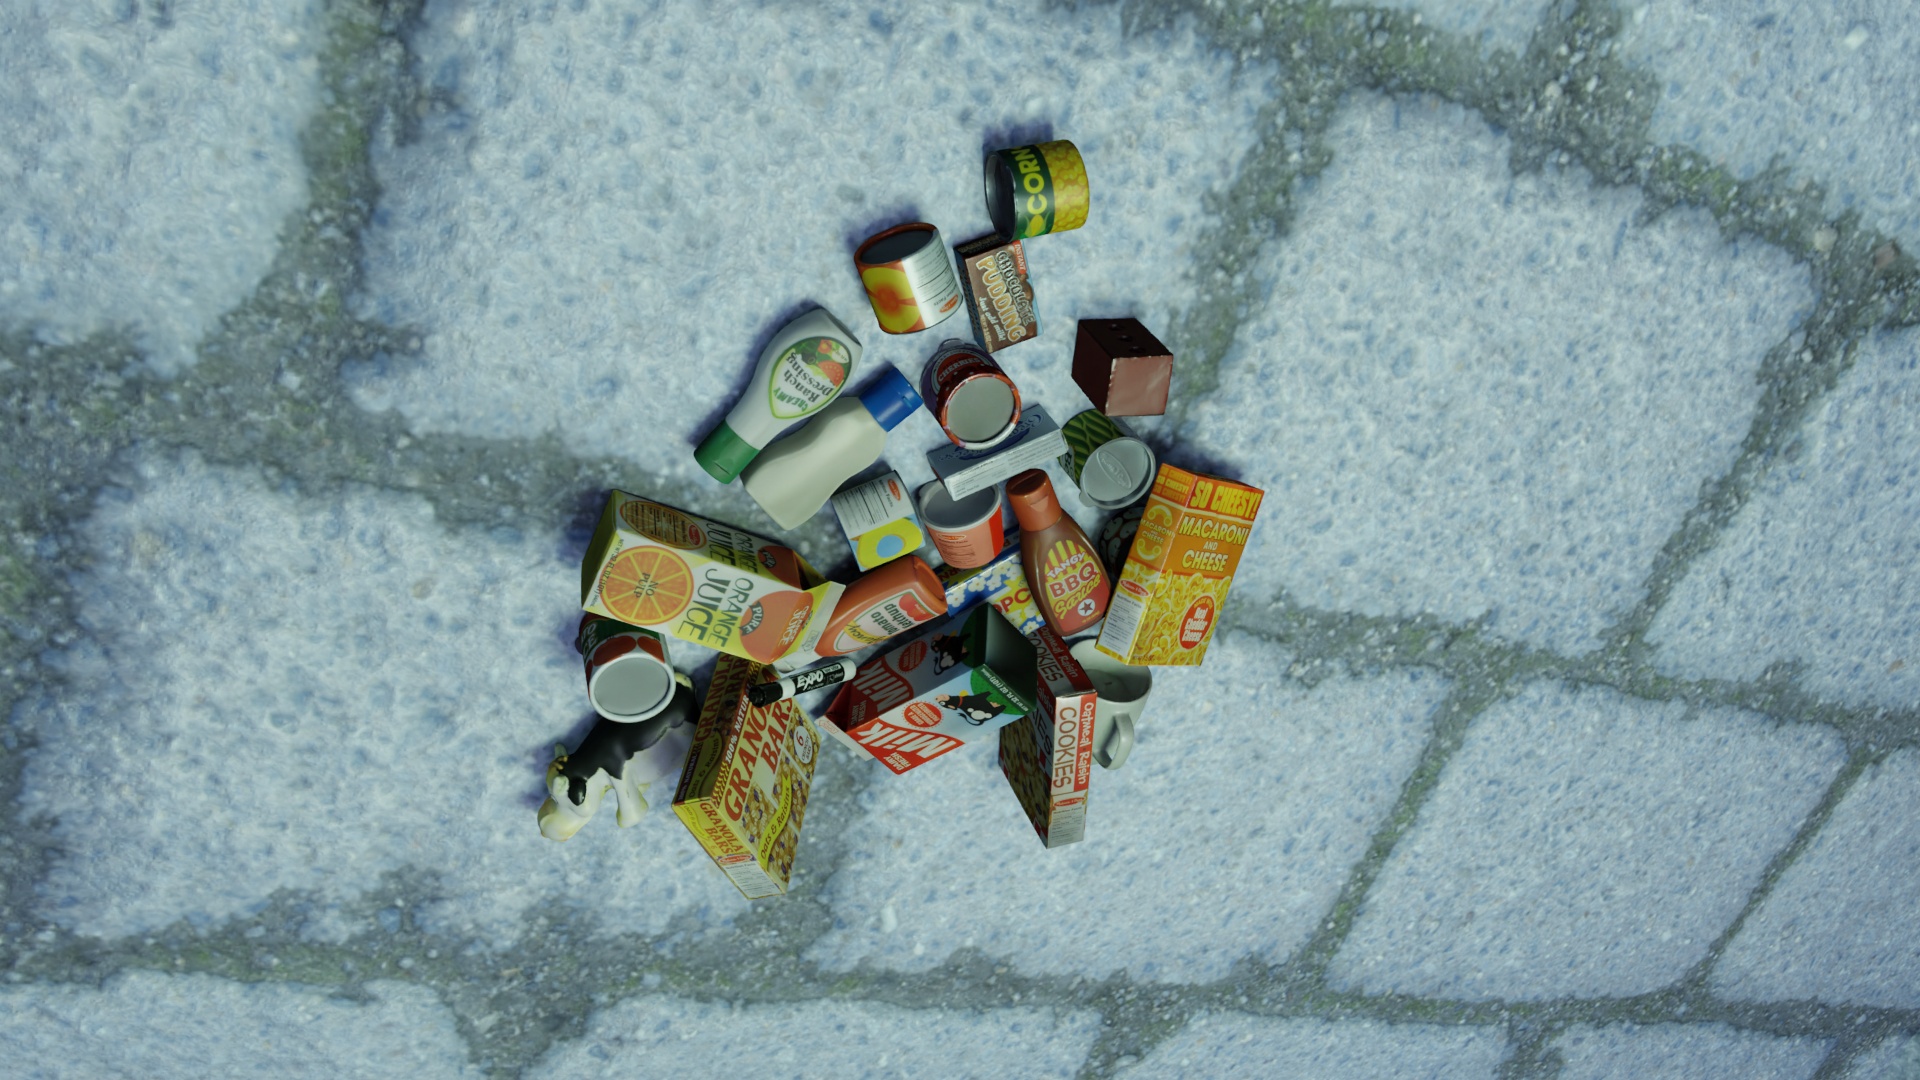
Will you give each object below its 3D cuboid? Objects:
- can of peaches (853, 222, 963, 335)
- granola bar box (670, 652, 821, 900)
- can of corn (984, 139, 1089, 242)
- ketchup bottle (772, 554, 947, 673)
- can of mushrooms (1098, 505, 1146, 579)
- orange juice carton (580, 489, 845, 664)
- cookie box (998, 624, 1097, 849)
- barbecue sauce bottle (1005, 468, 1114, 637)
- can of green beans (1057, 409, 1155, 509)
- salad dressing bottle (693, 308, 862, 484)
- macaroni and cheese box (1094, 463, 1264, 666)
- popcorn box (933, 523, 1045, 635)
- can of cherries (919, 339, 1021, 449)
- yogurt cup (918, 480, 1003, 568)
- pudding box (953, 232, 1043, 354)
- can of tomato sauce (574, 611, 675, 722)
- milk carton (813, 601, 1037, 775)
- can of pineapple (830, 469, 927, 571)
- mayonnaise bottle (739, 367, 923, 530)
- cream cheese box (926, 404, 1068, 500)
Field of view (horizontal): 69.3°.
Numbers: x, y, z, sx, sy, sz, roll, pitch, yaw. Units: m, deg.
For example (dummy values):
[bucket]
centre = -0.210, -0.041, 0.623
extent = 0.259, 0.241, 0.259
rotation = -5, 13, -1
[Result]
[can of peaches]
centre = -0.040, -0.191, 1.013
extent = 0.071, 0.071, 0.057
rotation = -25, 125, -5
[granola bar box]
centre = -0.170, 0.186, 1.126
extent = 0.039, 0.166, 0.123
rotation = -15, 126, 19
[can of corn]
centre = 0.056, -0.255, 1.007
extent = 0.058, 0.071, 0.070
rotation = -14, 123, -13
[ketchup bottle]
centre = -0.088, 0.064, 1.140
extent = 0.148, 0.044, 0.064
rotation = -25, 142, 14
[can of mushrooms]
centre = 0.156, 0.008, 1.221
extent = 0.071, 0.033, 0.070
rotation = -10, 122, -16
[orange juice carton]
centre = -0.189, 0.035, 1.074
extent = 0.193, 0.073, 0.071
rotation = 20, 111, -23
[cookie box]
centre = 0.076, 0.167, 1.229
extent = 0.040, 0.123, 0.166
rotation = -8, 121, -17
[barbecue sauce bottle]
centre = 0.077, 0.008, 1.137
extent = 0.065, 0.044, 0.148
rotation = -31, 125, -8
[can of green beans]
centre = 0.119, -0.068, 1.147
extent = 0.071, 0.058, 0.071
rotation = -9, 122, -15
[salad dressing bottle]
centre = -0.138, -0.106, 1.039
extent = 0.147, 0.044, 0.064
rotation = -46, 122, 9
[macaroni and cheese box]
centre = 0.188, 0.023, 1.183
extent = 0.124, 0.040, 0.166
rotation = 8, 104, -51
[popcorn box]
centre = 0.047, 0.037, 1.195
extent = 0.127, 0.038, 0.085
rotation = -29, 126, -3
[can of cherries]
centre = 0.007, -0.114, 1.079
extent = 0.071, 0.058, 0.071
rotation = -9, 122, -15
[yogurt cup]
centre = 0.004, -0.014, 1.134
extent = 0.072, 0.073, 0.053
rotation = -22, 132, -7
[pudding box]
centre = 0.030, -0.190, 1.060
extent = 0.050, 0.030, 0.083
rotation = -21, 124, -9
[can of tomato sauce]
centre = -0.263, 0.093, 1.085
extent = 0.071, 0.083, 0.070
rotation = -9, 122, -15
[milk carton]
centre = -0.032, 0.135, 1.179
extent = 0.190, 0.074, 0.072
rotation = -30, 124, 26
[can of pineapple]
centre = -0.065, -0.014, 1.106
extent = 0.058, 0.071, 0.070
rotation = -23, 124, -6
[mayonnaise bottle]
centre = -0.096, -0.075, 1.075
extent = 0.148, 0.041, 0.064
rotation = -38, 125, 3
[cream cheese box]
centre = 0.030, -0.071, 1.116
extent = 0.104, 0.053, 0.024
rotation = -24, 123, -6
